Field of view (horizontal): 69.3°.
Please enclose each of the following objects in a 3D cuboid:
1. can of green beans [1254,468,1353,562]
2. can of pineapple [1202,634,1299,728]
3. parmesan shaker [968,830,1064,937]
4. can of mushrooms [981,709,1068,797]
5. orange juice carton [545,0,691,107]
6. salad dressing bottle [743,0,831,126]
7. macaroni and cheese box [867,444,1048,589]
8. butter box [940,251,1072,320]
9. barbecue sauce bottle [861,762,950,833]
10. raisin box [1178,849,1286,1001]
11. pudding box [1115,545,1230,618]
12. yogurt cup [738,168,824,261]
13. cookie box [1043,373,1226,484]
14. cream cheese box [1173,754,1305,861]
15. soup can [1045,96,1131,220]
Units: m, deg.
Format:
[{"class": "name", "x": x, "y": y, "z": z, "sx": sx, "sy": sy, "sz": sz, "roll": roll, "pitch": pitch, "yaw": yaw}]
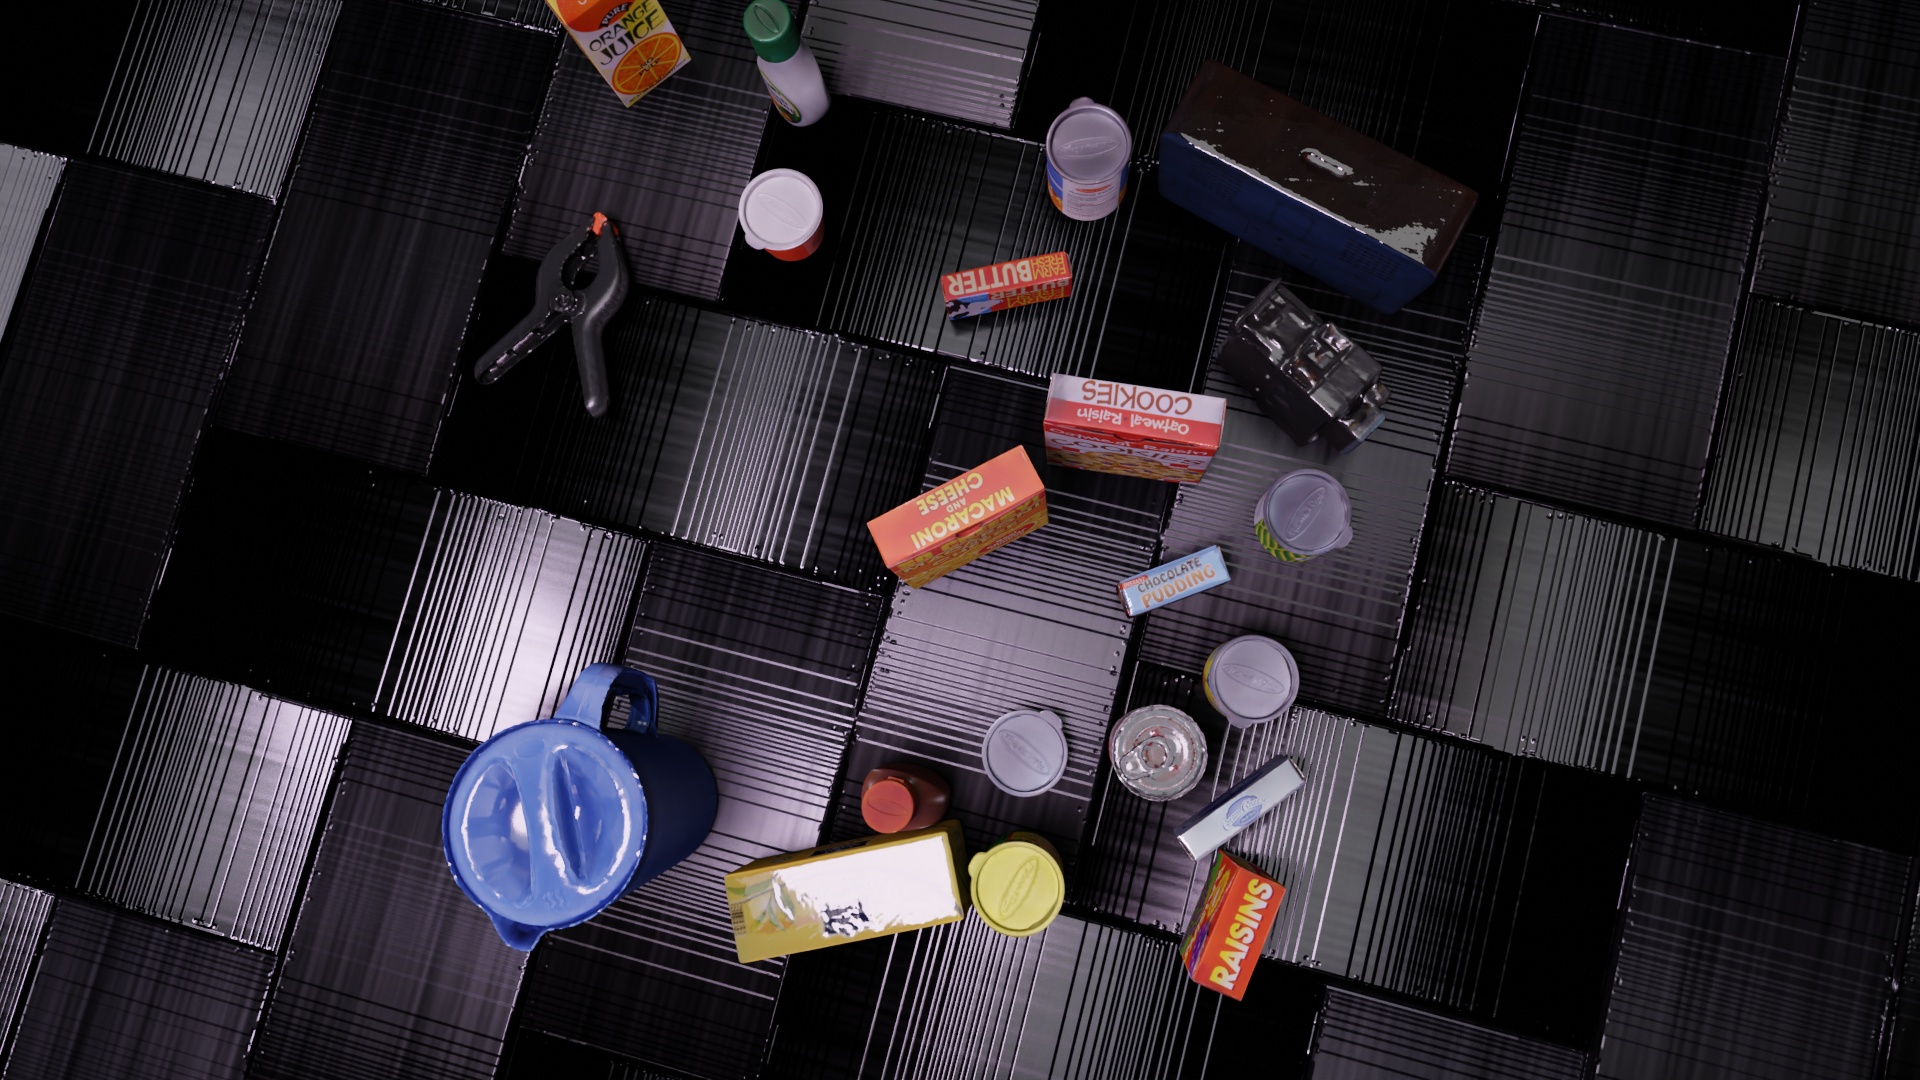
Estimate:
[{"class": "can of green beans", "x": 0.263, "y": -0.018, "z": 1.073, "sx": 0.071, "sy": 0.058, "sz": 0.071, "roll": -1, "pitch": 83, "yaw": 4}, {"class": "can of pineapple", "x": 0.219, "y": 0.107, "z": 1.060, "sx": 0.071, "sy": 0.058, "sz": 0.071, "roll": -1, "pitch": 83, "yaw": 4}, {"class": "parmesan shaker", "x": 0.042, "y": 0.251, "z": 1.032, "sx": 0.071, "sy": 0.103, "sz": 0.071, "roll": -1, "pitch": 83, "yaw": 4}, {"class": "can of mushrooms", "x": 0.052, "y": 0.163, "z": 1.078, "sx": 0.071, "sy": 0.033, "sz": 0.071, "roll": 0, "pitch": 83, "yaw": 4}, {"class": "orange juice carton", "x": -0.285, "y": -0.429, "z": 1.098, "sx": 0.072, "sy": 0.192, "sz": 0.073, "roll": -38, "pitch": 82, "yaw": -1}, {"class": "salad dressing bottle", "x": -0.139, "y": -0.380, "z": 1.104, "sx": 0.044, "sy": 0.147, "sz": 0.064, "roll": -39, "pitch": 82, "yaw": -1}, {"class": "macaroni and cheese box", "x": 0.004, "y": -0.013, "z": 1.037, "sx": 0.124, "sy": 0.166, "sz": 0.040, "roll": -27, "pitch": 82, "yaw": 1}, {"class": "butter box", "x": 0.038, "y": -0.205, "z": 1.116, "sx": 0.103, "sy": 0.053, "sz": 0.024, "roll": -11, "pitch": 83, "yaw": 3}, {"class": "barbecue sauce bottle", "x": -0.044, "y": 0.190, "z": 1.023, "sx": 0.065, "sy": 0.148, "sz": 0.043, "roll": 15, "pitch": 85, "yaw": 6}, {"class": "raisin box", "x": 0.195, "y": 0.275, "z": 1.007, "sx": 0.040, "sy": 0.123, "sz": 0.086, "roll": 24, "pitch": 85, "yaw": 7}, {"class": "pudding box", "x": 0.165, "y": 0.033, "z": 1.078, "sx": 0.084, "sy": 0.049, "sz": 0.030, "roll": -20, "pitch": 82, "yaw": 1}, {"class": "yogurt cup", "x": -0.142, "y": -0.263, "z": 1.136, "sx": 0.072, "sy": 0.054, "sz": 0.072, "roll": -1, "pitch": 83, "yaw": 4}, {"class": "cookie box", "x": 0.126, "y": -0.079, "z": 1.036, "sx": 0.123, "sy": 0.167, "sz": 0.040, "roll": 9, "pitch": 84, "yaw": 5}, {"class": "cream cheese box", "x": 0.210, "y": 0.202, "z": 1.051, "sx": 0.104, "sy": 0.053, "sz": 0.024, "roll": -35, "pitch": 82, "yaw": -1}, {"class": "soup can", "x": 0.102, "y": -0.303, "z": 1.109, "sx": 0.071, "sy": 0.083, "sz": 0.071, "roll": -1, "pitch": 83, "yaw": 4}]
